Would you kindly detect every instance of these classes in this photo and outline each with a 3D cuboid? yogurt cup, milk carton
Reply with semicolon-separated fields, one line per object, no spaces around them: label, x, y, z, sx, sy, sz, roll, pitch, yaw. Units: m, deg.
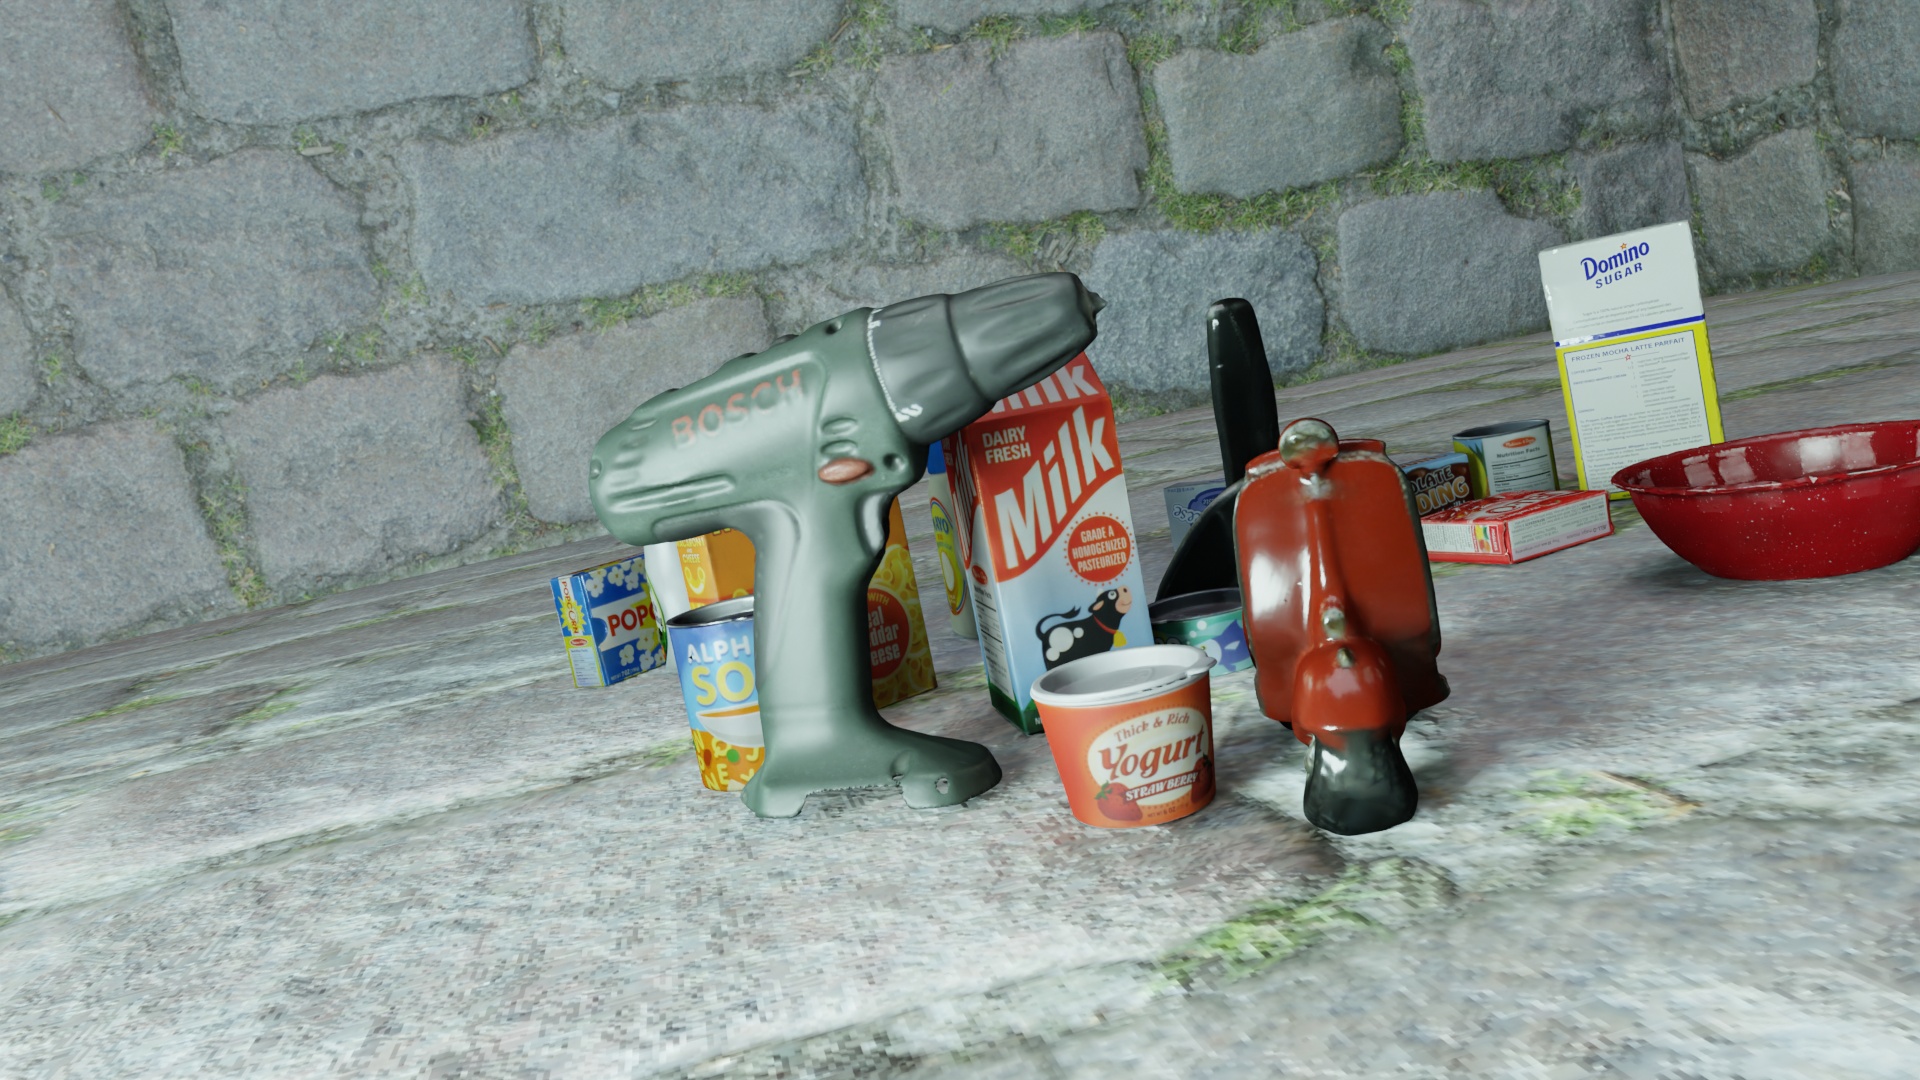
yogurt cup;0.064;0.073;0.521;0.072;0.054;0.072;-11;7;1
milk carton;0.039;-0.011;0.676;0.072;0.190;0.073;-13;6;-11

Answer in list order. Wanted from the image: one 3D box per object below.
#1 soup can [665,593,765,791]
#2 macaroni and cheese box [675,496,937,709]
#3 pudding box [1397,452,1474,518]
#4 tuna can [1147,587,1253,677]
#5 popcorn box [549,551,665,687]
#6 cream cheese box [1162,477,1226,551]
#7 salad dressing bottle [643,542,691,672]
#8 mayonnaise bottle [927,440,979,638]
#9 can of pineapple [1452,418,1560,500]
soup can;-0.101;0.073;0.677;0.071;0.083;0.071;-11;6;1
macaroni and cheese box;-0.088;0.017;0.759;0.124;0.166;0.040;-16;8;-36
pudding box;0.312;-0.029;0.964;0.084;0.049;0.030;-12;6;-8
tuna can;0.124;0.048;0.716;0.071;0.032;0.071;-11;7;1
popcorn box;-0.244;0.054;1.059;0.038;0.085;0.127;-7;8;35
cream cheese box;0.207;-0.021;1.056;0.103;0.053;0.024;-5;9;42
salad dressing bottle;-0.209;0.020;1.014;0.044;0.147;0.064;-13;6;-9
mayonnaise bottle;0.003;-0.012;0.920;0.041;0.148;0.065;-14;7;-18
can of pineapple;0.390;-0.053;0.992;0.071;0.057;0.071;-11;7;1
